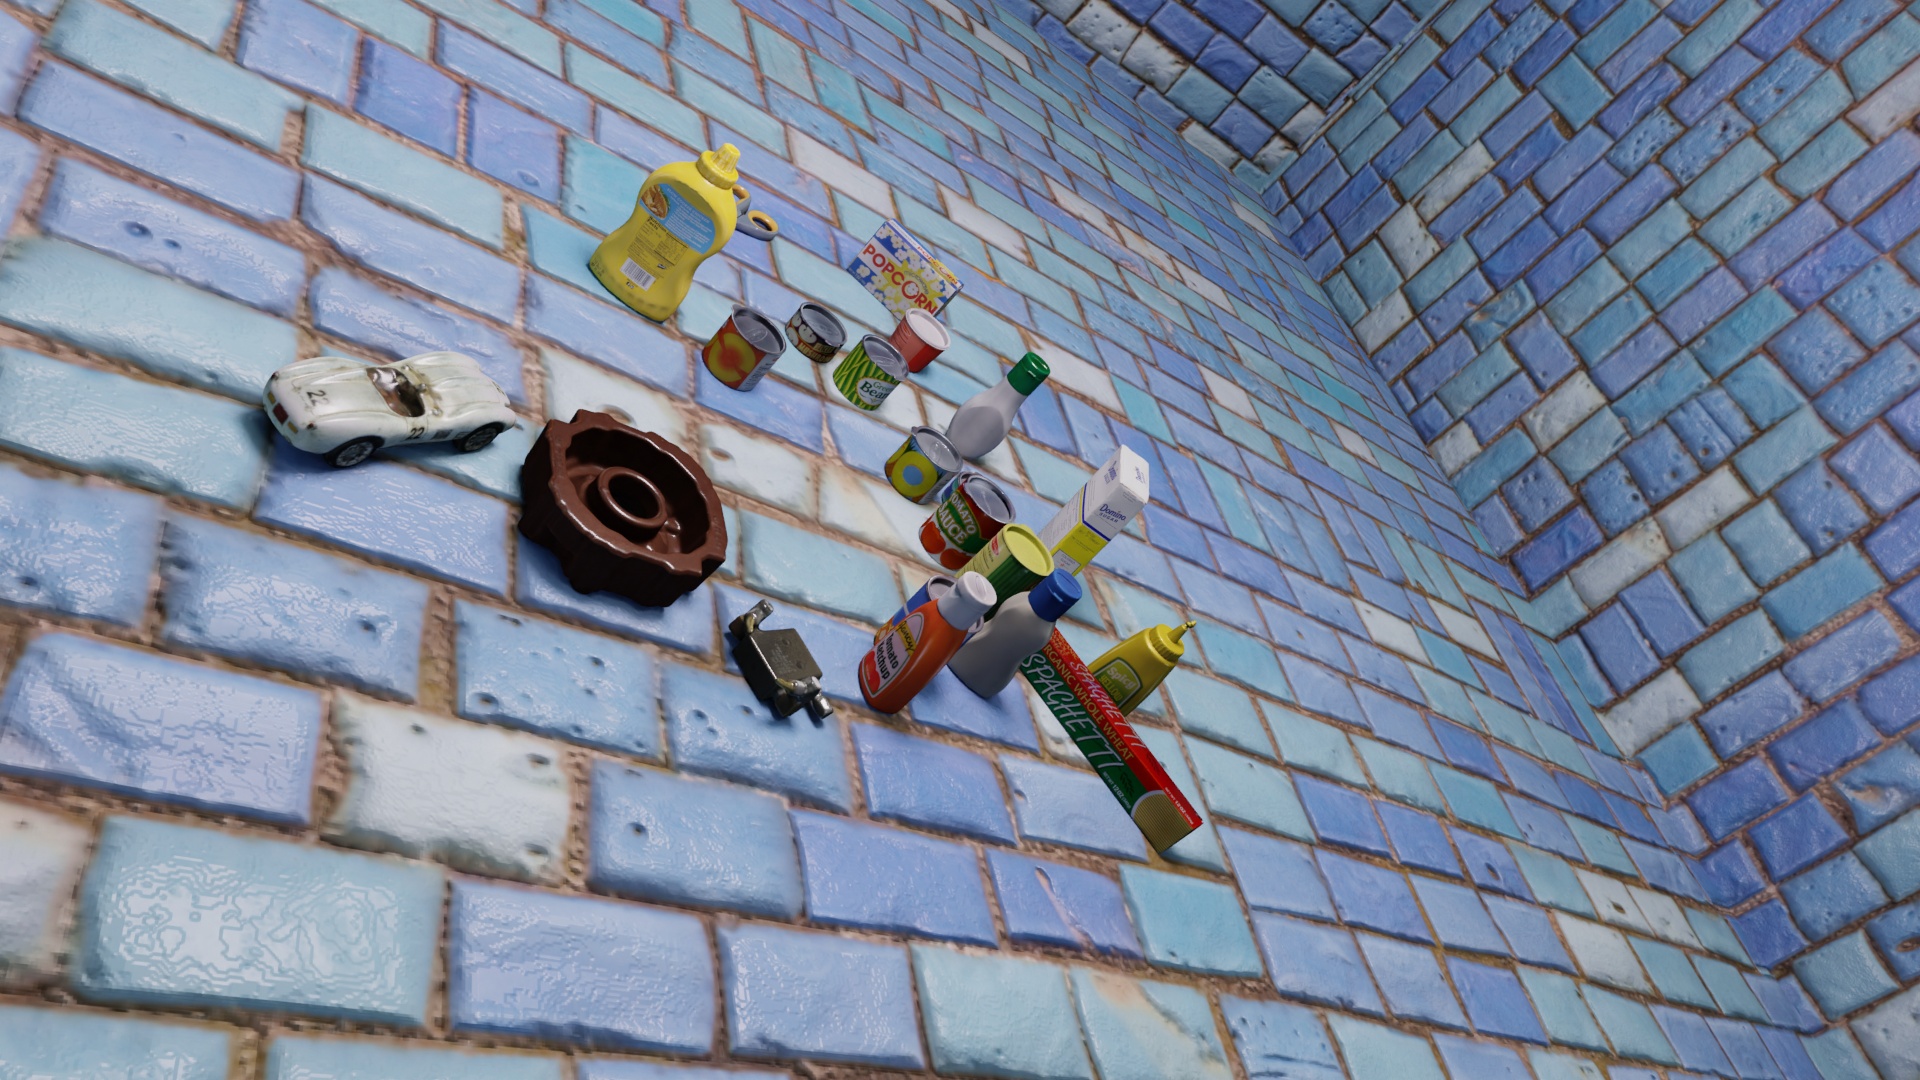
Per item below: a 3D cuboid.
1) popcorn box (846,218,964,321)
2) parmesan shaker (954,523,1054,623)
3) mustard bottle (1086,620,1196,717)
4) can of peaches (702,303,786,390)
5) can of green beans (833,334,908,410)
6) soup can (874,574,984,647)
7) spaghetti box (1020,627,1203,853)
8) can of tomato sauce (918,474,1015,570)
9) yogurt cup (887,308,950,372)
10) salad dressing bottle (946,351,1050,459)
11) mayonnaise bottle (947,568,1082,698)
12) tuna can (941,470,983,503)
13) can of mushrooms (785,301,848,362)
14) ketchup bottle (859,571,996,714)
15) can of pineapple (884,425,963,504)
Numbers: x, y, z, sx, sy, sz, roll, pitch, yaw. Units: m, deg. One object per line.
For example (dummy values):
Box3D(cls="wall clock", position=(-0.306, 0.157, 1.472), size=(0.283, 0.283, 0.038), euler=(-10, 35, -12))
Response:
Box3D(cls="popcorn box", position=(-0.071, -0.337, 1.775), size=(0.126, 0.085, 0.038), euler=(43, 28, -3))
Box3D(cls="parmesan shaker", position=(0.036, 0.038, 1.401), size=(0.071, 0.102, 0.072), euler=(33, 30, -22))
Box3D(cls="mustard bottle", position=(0.179, 0.127, 1.411), size=(0.065, 0.159, 0.049), euler=(49, 28, 8))
Box3D(cls="can of peaches", position=(-0.223, -0.197, 1.419), size=(0.071, 0.058, 0.071), euler=(33, 31, -22))
Box3D(cls="can of green beans", position=(-0.101, -0.189, 1.569), size=(0.071, 0.057, 0.071), euler=(33, 31, -22))
Box3D(cls="soup can", position=(-0.029, 0.081, 1.279), size=(0.071, 0.083, 0.072), euler=(33, 30, -22))
Box3D(cls="spaghetti box", position=(0.145, 0.196, 1.392), size=(0.250, 0.050, 0.029), euler=(53, 29, 15))
Box3D(cls="can of tomato sauce", position=(0.005, -0.018, 1.457), size=(0.071, 0.082, 0.071), euler=(33, 30, -22))
Box3D(cls="yogurt cup", position=(-0.054, -0.243, 1.706), size=(0.072, 0.053, 0.073), euler=(33, 31, -22))
Box3D(cls="salad dressing bottle", position=(0.045, -0.158, 1.625), size=(0.064, 0.147, 0.044), euler=(40, 28, -10))
Box3D(cls="mayonnaise bottle", position=(0.054, 0.085, 1.316), size=(0.065, 0.147, 0.041), euler=(43, 28, -4))
Box3D(cls="tuna can", position=(0.013, -0.044, 1.555), size=(0.071, 0.032, 0.071), euler=(32, 31, -22))
Box3D(cls="can of mushrooms", position=(-0.162, -0.234, 1.573), size=(0.071, 0.033, 0.071), euler=(32, 31, -22))
Box3D(cls="ketchup bottle", position=(-0.028, 0.086, 1.206), size=(0.043, 0.148, 0.065), euler=(24, 34, -34))
Box3D(cls="can of pineapple", position=(-0.041, -0.083, 1.507), size=(0.071, 0.057, 0.071), euler=(33, 31, -22))
